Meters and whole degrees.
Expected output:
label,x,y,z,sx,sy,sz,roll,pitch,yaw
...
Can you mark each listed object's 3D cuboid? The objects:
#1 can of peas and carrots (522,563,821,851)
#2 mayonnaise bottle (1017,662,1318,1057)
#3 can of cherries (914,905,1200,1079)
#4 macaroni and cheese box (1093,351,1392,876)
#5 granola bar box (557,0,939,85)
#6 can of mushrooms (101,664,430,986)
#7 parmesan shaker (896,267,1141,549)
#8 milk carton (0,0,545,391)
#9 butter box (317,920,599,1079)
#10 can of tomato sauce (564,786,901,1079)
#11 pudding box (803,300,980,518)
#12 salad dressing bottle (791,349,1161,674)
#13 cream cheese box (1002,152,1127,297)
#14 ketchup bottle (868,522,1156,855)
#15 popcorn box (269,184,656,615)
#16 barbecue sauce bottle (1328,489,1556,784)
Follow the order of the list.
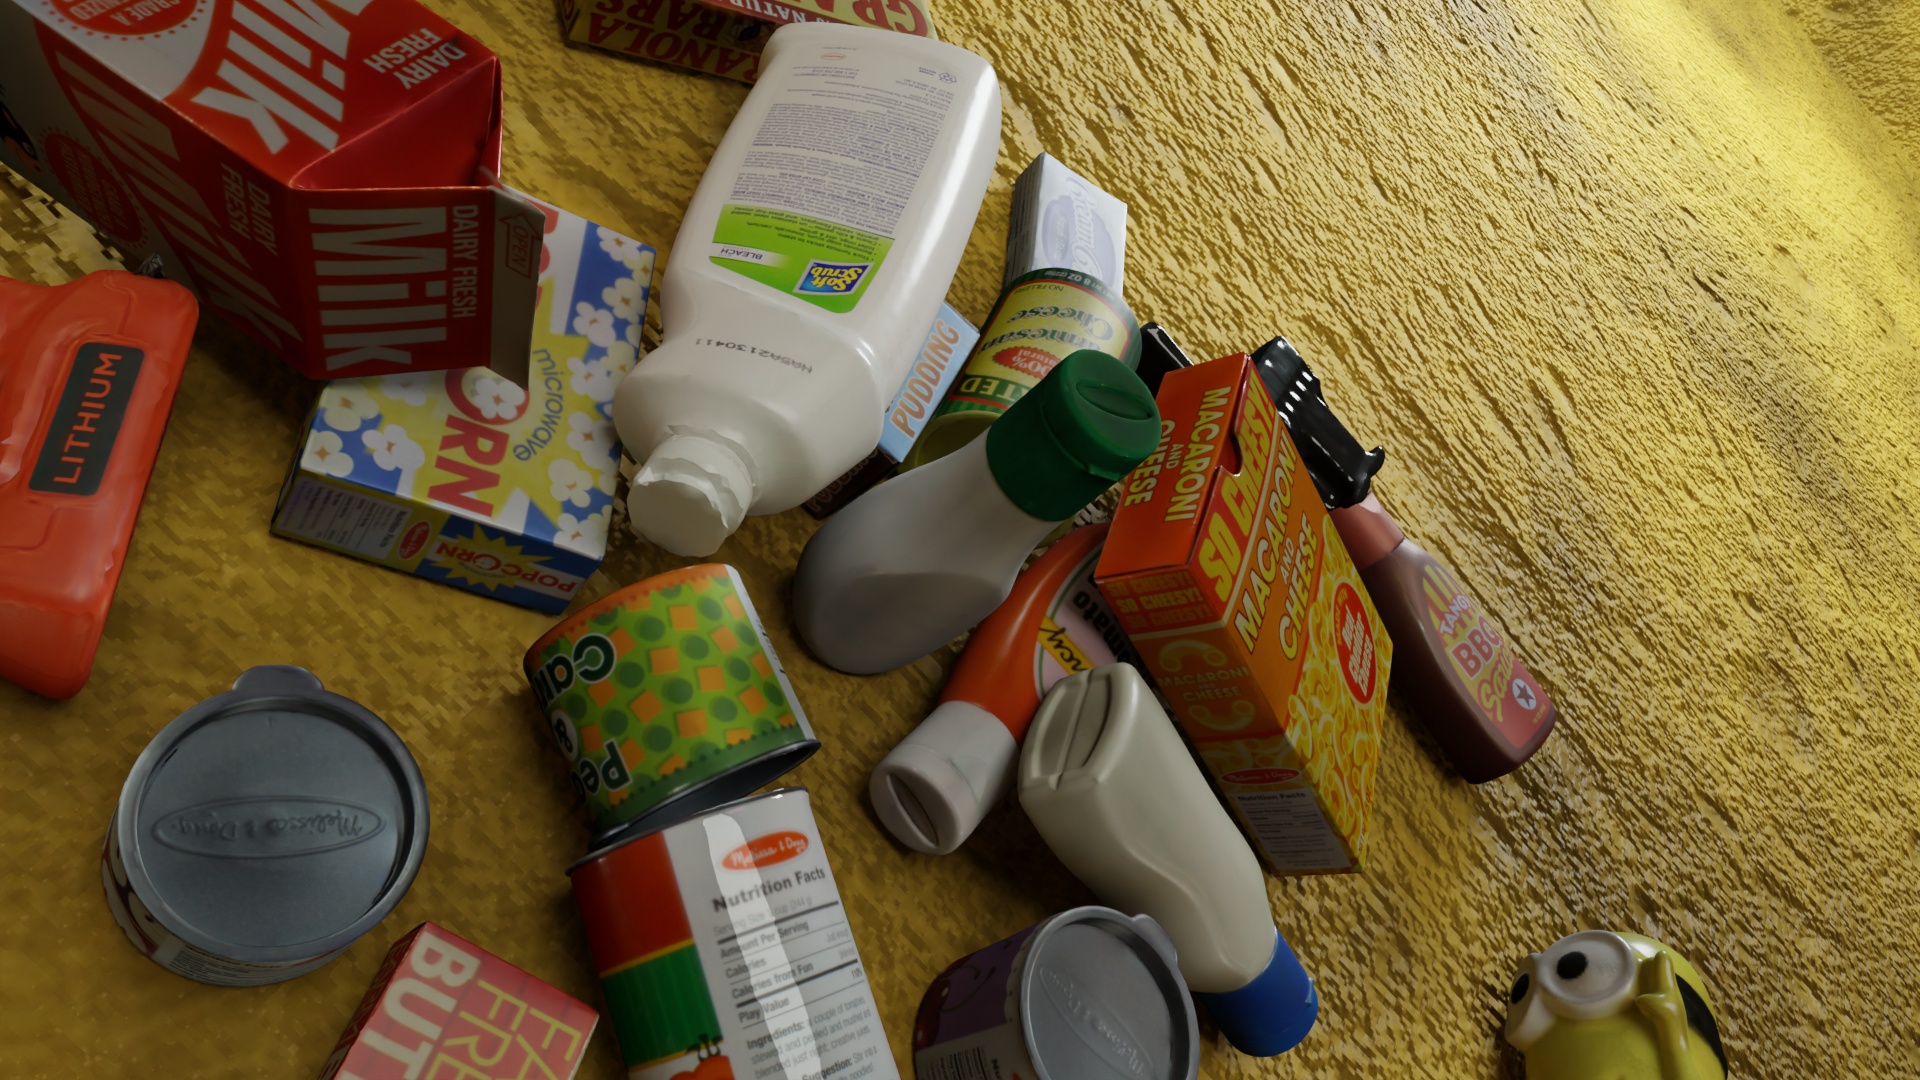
label,x,y,z,sx,sy,sz,roll,pitch,yaw
can of peas and carrots,-0.083,0.047,0.390,0.071,0.070,0.059,-16,73,-44
mayonnaise bottle,0.073,0.113,0.461,0.147,0.041,0.065,56,33,-24
can of cherries,0.030,0.150,0.420,0.071,0.058,0.072,20,51,-27
macaroni and cheese box,0.118,0.029,0.540,0.166,0.040,0.124,57,38,-29
granola bar box,-0.095,-0.252,0.593,0.166,0.039,0.124,1,62,-39
can of mushrooms,-0.165,0.068,0.333,0.071,0.033,0.071,20,53,-28
parmesan shaker,0.025,-0.055,0.545,0.071,0.071,0.103,39,45,-13
milk carton,-0.187,-0.112,0.364,0.191,0.072,0.074,35,53,5
butter box,-0.129,0.146,0.318,0.053,0.024,0.104,35,47,-17
can of tomato sauce,-0.060,0.116,0.364,0.071,0.071,0.083,-8,72,-42
pudding box,-0.030,-0.051,0.507,0.030,0.049,0.084,42,45,-14
salad dressing bottle,0.002,-0.005,0.433,0.064,0.147,0.044,15,55,-32
cream cheese box,0.048,-0.128,0.639,0.053,0.024,0.104,27,49,-24
ketchup bottle,0.025,0.052,0.490,0.149,0.043,0.064,-40,100,-45
popcorn box,-0.145,-0.050,0.422,0.085,0.038,0.127,21,52,-28
barbecue sauce bottle,0.216,0.038,0.654,0.065,0.043,0.148,-33,86,-45
